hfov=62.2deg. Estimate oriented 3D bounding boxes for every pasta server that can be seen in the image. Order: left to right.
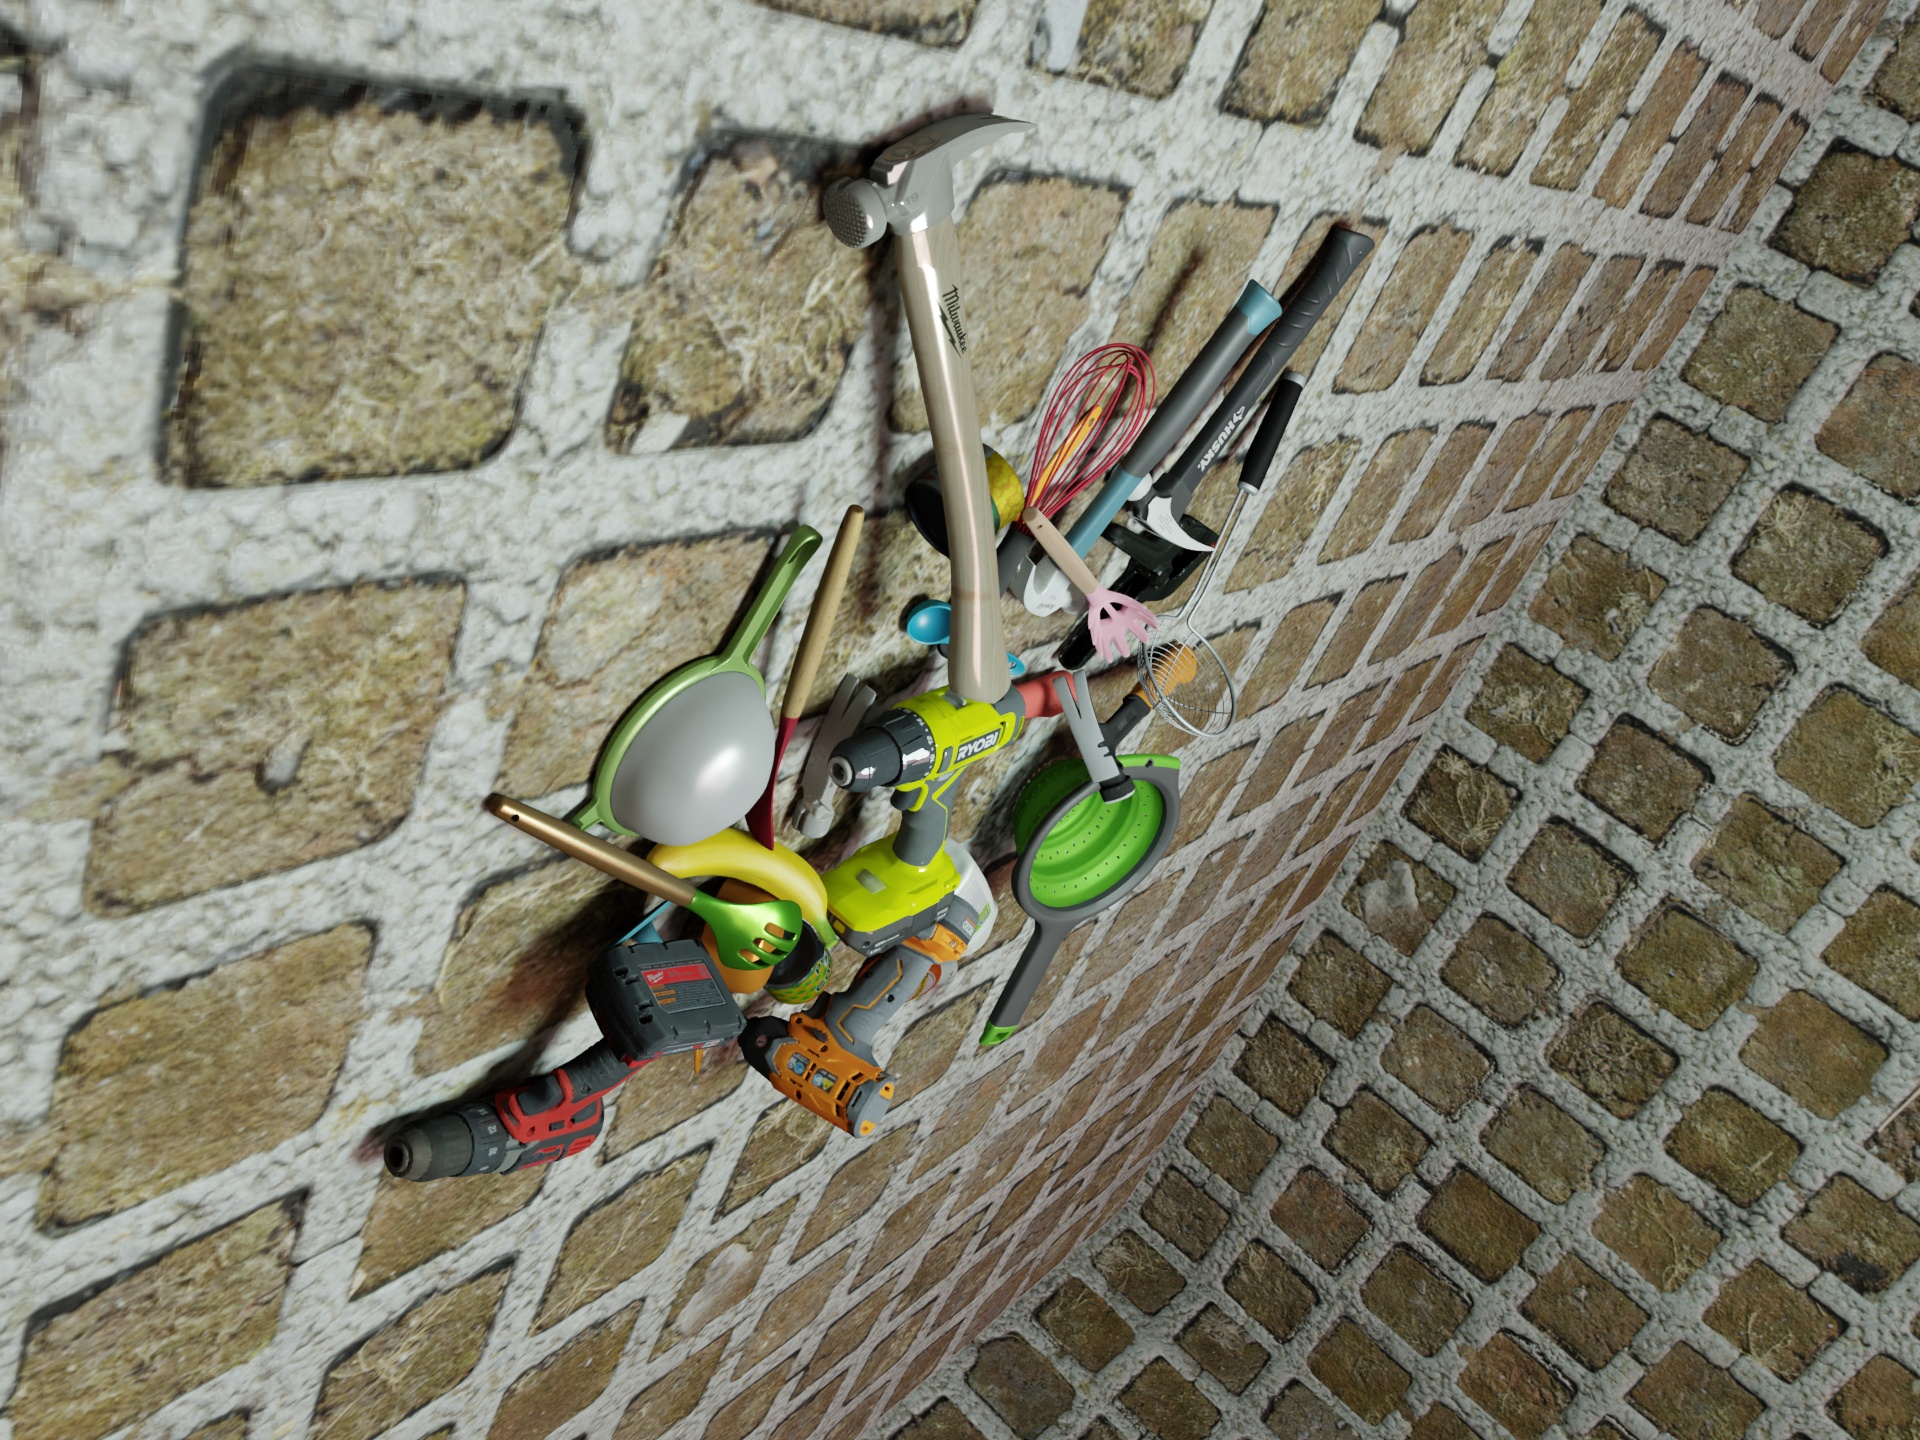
[{"bbox_3d":[0.103,-0.112,1.298,0.060,0.040,0.316,-35,160,8],"label":"pasta server"}]

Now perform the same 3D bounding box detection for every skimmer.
[{"bbox_3d":[0.266,-0.161,1.498,0.127,0.090,0.363,26,87,-33],"label":"skimmer"}]

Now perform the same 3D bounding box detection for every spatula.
[{"bbox_3d":[-0.227,0.204,1.266,0.082,0.044,0.317,-40,156,-15],"label":"spatula"}]

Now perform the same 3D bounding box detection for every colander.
[{"bbox_3d":[0.091,0.175,1.697,0.204,0.095,0.397,3,123,-40],"label":"colander"}]

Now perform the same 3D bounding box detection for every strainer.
[{"bbox_3d":[-0.146,-0.009,1.075,0.256,0.069,0.151,-58,156,17],"label":"strainer"}]

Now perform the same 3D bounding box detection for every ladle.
[{"bbox_3d":[-0.112,-0.024,1.120,0.031,0.069,0.315,7,132,-17],"label":"ladle"}]

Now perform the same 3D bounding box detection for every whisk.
[{"bbox_3d":[0.059,-0.166,1.247,0.073,0.073,0.295,-11,139,-56],"label":"whisk"}]

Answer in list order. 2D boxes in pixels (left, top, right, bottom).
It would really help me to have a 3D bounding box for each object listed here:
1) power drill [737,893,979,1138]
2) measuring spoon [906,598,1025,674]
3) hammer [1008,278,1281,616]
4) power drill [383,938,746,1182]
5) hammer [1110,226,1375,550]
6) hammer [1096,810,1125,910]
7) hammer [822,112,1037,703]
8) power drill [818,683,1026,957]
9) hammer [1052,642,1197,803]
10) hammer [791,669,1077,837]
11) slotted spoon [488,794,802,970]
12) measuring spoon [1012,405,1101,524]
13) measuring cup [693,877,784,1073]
[{"bbox_3d":[-0.100,0.239,1.438,0.226,0.164,0.084,-60,158,-12],"label":"power drill"},{"bbox_3d":[0.006,-0.067,1.278,0.042,0.021,0.128,-40,136,25],"label":"measuring spoon"},{"bbox_3d":[0.148,-0.214,1.294,0.128,0.033,0.331,-1,136,-51],"label":"hammer"},{"bbox_3d":[-0.286,0.255,1.145,0.226,0.080,0.187,-41,159,20],"label":"power drill"},{"bbox_3d":[0.266,-0.302,1.424,0.335,0.035,0.146,-54,140,-4],"label":"hammer"},{"bbox_3d":[0.179,0.123,1.905,0.149,0.036,0.408,-51,156,-5],"label":"hammer"},{"bbox_3d":[0.005,-0.180,1.036,0.146,0.038,0.410,-39,140,-29],"label":"hammer"},{"bbox_3d":[-0.049,0.077,1.284,0.190,0.080,0.228,-22,140,-45],"label":"power drill"},{"bbox_3d":[0.180,-0.029,1.601,0.034,0.127,0.337,-20,-172,27],"label":"hammer"},{"bbox_3d":[-0.002,-0.004,1.388,0.359,0.037,0.149,-19,141,-51],"label":"hammer"},{"bbox_3d":[-0.206,0.114,1.094,0.070,0.031,0.313,-46,140,5],"label":"slotted spoon"},{"bbox_3d":[0.080,-0.204,1.281,0.117,0.011,0.021,-53,157,3],"label":"measuring spoon"},{"bbox_3d":[-0.180,0.213,1.279,0.095,0.052,0.173,-61,163,-72],"label":"measuring cup"}]
